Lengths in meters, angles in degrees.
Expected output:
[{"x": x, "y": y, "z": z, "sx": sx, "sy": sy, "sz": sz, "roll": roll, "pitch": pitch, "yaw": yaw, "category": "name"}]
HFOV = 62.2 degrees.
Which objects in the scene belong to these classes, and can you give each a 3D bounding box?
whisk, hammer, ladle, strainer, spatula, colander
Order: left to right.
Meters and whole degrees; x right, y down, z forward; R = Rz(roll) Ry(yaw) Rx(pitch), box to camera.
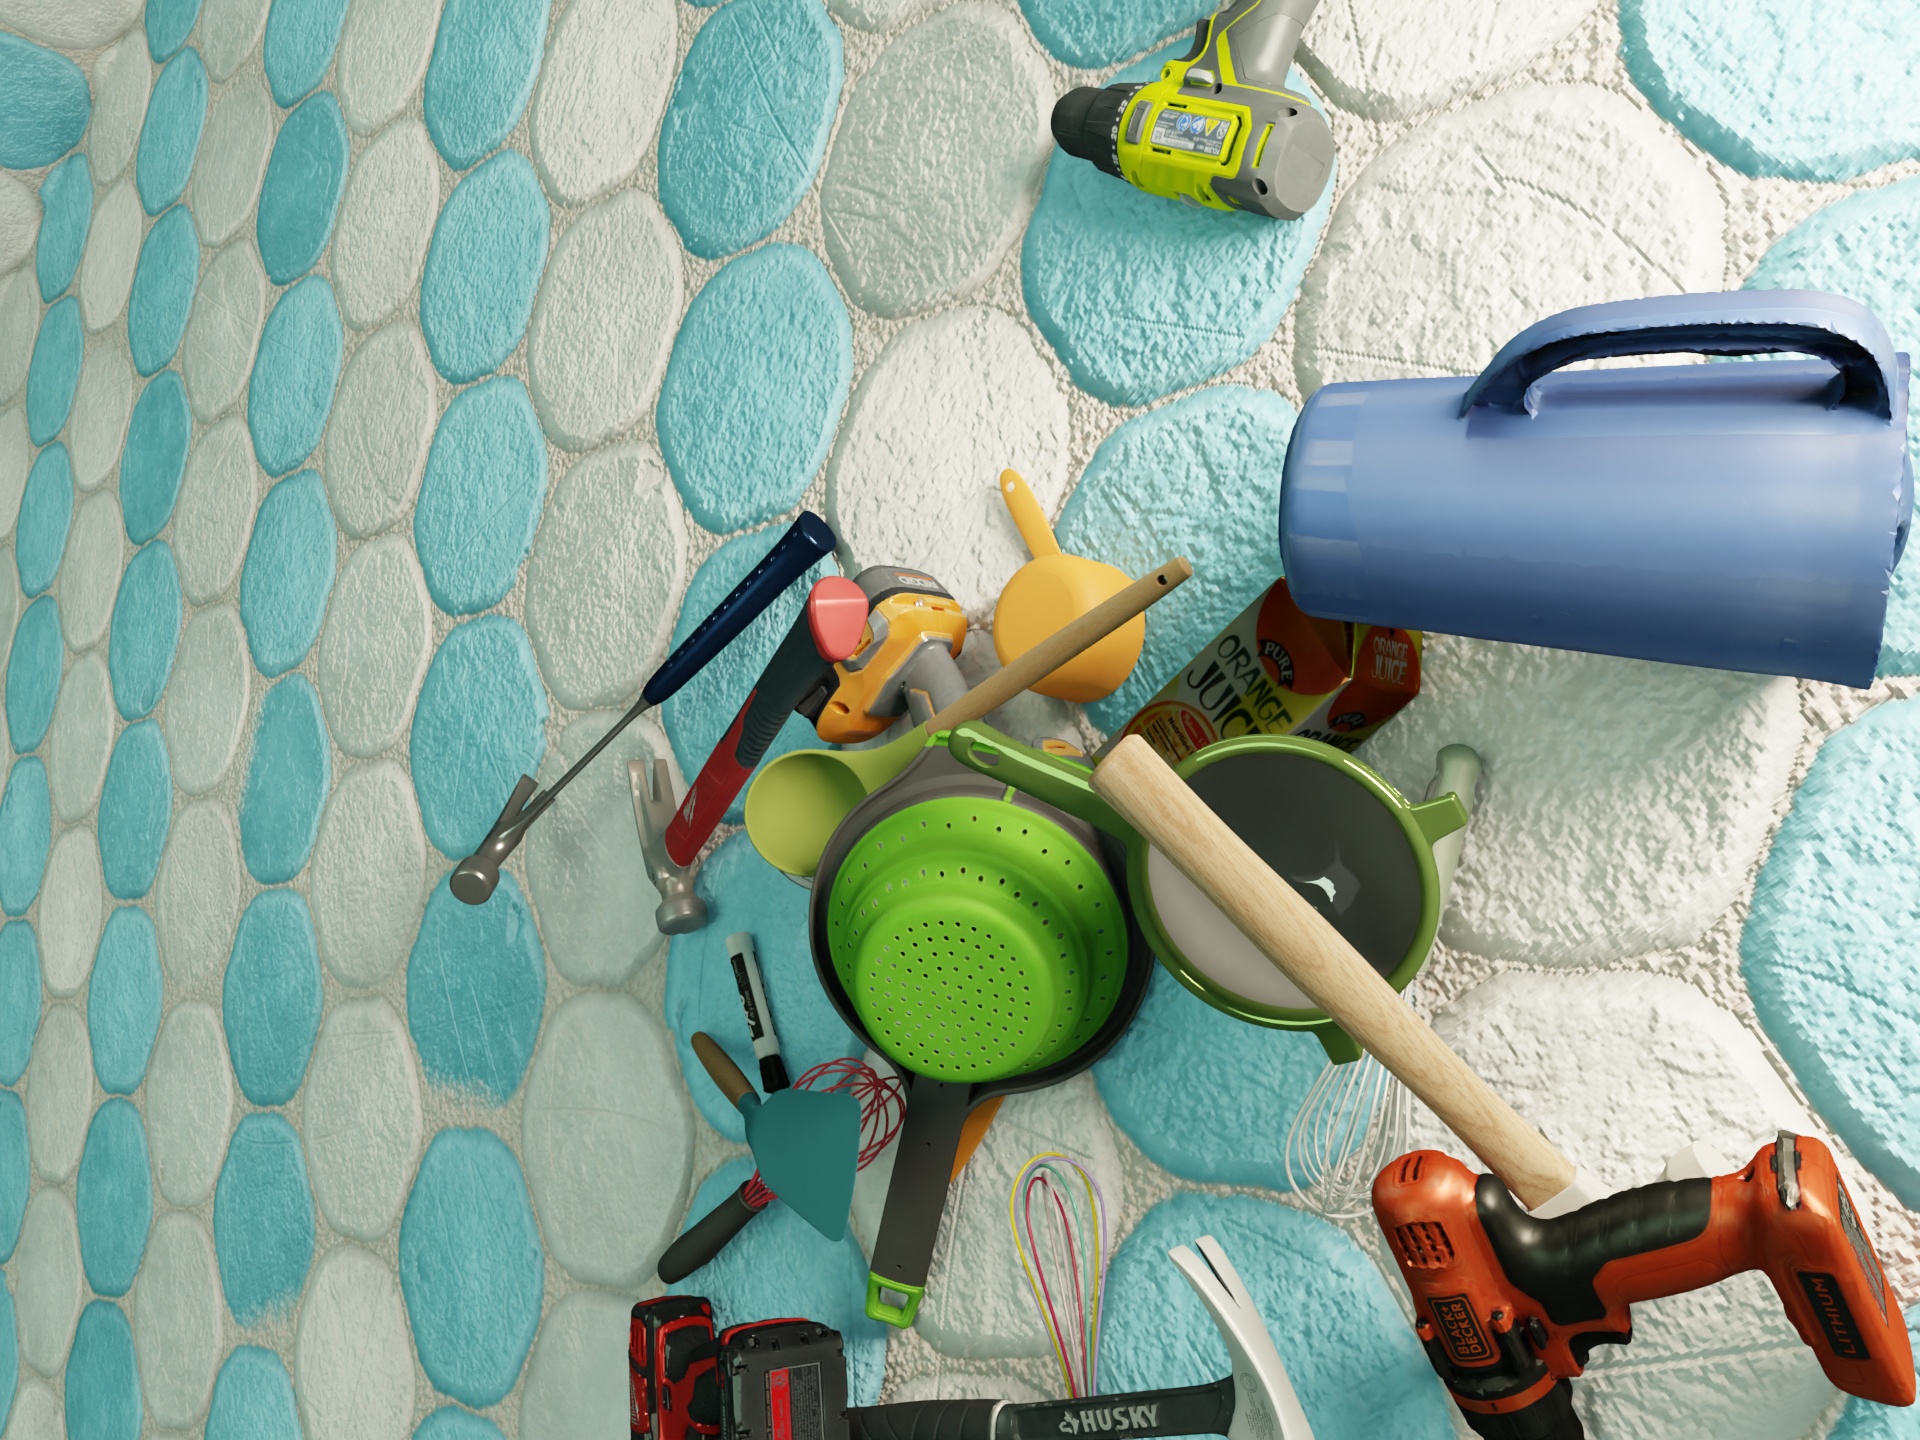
[{"x": -0.241, "y": -0.016, "z": 1.212, "sx": 0.405, "sy": 0.035, "sz": 0.144, "roll": -41, "pitch": 17, "yaw": 22, "category": "hammer"}, {"x": -0.152, "y": 0.007, "z": 1.069, "sx": 0.386, "sy": 0.038, "sz": 0.143, "roll": -50, "pitch": 50, "yaw": 51, "category": "hammer"}, {"x": -0.132, "y": 0.244, "z": 1.032, "sx": 0.317, "sy": 0.044, "sz": 0.082, "roll": -173, "pitch": 90, "yaw": -70, "category": "spatula"}, {"x": -0.131, "y": 0.313, "z": 1.077, "sx": 0.295, "sy": 0.073, "sz": 0.073, "roll": -47, "pitch": 55, "yaw": 33, "category": "whisk"}, {"x": -0.013, "y": 0.209, "z": 0.914, "sx": 0.204, "sy": 0.094, "sz": 0.397, "roll": 15, "pitch": 109, "yaw": 7, "category": "colander"}, {"x": -0.001, "y": -0.003, "z": 0.911, "sx": 0.320, "sy": 0.062, "sz": 0.078, "roll": -33, "pitch": 89, "yaw": 30, "category": "ladle"}, {"x": 0.032, "y": 0.387, "z": 0.884, "sx": 0.409, "sy": 0.036, "sz": 0.149, "roll": -32, "pitch": 69, "yaw": 46, "category": "hammer"}, {"x": 0.063, "y": 0.370, "z": 0.901, "sx": 0.051, "sy": 0.047, "sz": 0.245, "roll": -17, "pitch": 76, "yaw": 39, "category": "whisk"}, {"x": 0.117, "y": 0.051, "z": 0.799, "sx": 0.256, "sy": 0.069, "sz": 0.151, "roll": 24, "pitch": 115, "yaw": 19, "category": "strainer"}, {"x": 0.185, "y": 0.134, "z": 0.734, "sx": 0.331, "sy": 0.031, "sz": 0.130, "roll": 44, "pitch": 119, "yaw": 7, "category": "hammer"}, {"x": 0.217, "y": 0.130, "z": 0.795, "sx": 0.059, "sy": 0.058, "sz": 0.246, "roll": 16, "pitch": 90, "yaw": 8, "category": "whisk"}]

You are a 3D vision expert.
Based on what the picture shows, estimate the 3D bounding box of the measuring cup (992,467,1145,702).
[{"x": 0.046, "y": -0.092, "z": 0.977, "sx": 0.095, "sy": 0.052, "sz": 0.174, "roll": -40, "pitch": 61, "yaw": 31, "category": "measuring cup"}]

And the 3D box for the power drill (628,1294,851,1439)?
[{"x": -0.157, "y": 0.458, "z": 1.045, "sx": 0.219, "sy": 0.078, "sz": 0.143, "roll": -24, "pitch": 66, "yaw": 54, "category": "power drill"}]

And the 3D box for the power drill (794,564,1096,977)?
[{"x": -0.023, "y": 0.036, "z": 1.008, "sx": 0.185, "sy": 0.084, "sz": 0.226, "roll": -52, "pitch": 58, "yaw": 26, "category": "power drill"}]

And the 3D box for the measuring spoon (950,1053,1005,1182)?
[{"x": 0.006, "y": 0.252, "z": 0.990, "sx": 0.021, "sy": 0.011, "sz": 0.117, "roll": 46, "pitch": 114, "yaw": 37, "category": "measuring spoon"}]

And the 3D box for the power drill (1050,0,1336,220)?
[{"x": 0.153, "y": -0.414, "z": 0.915, "sx": 0.191, "sy": 0.080, "sz": 0.228, "roll": 31, "pitch": 107, "yaw": 41, "category": "power drill"}]
